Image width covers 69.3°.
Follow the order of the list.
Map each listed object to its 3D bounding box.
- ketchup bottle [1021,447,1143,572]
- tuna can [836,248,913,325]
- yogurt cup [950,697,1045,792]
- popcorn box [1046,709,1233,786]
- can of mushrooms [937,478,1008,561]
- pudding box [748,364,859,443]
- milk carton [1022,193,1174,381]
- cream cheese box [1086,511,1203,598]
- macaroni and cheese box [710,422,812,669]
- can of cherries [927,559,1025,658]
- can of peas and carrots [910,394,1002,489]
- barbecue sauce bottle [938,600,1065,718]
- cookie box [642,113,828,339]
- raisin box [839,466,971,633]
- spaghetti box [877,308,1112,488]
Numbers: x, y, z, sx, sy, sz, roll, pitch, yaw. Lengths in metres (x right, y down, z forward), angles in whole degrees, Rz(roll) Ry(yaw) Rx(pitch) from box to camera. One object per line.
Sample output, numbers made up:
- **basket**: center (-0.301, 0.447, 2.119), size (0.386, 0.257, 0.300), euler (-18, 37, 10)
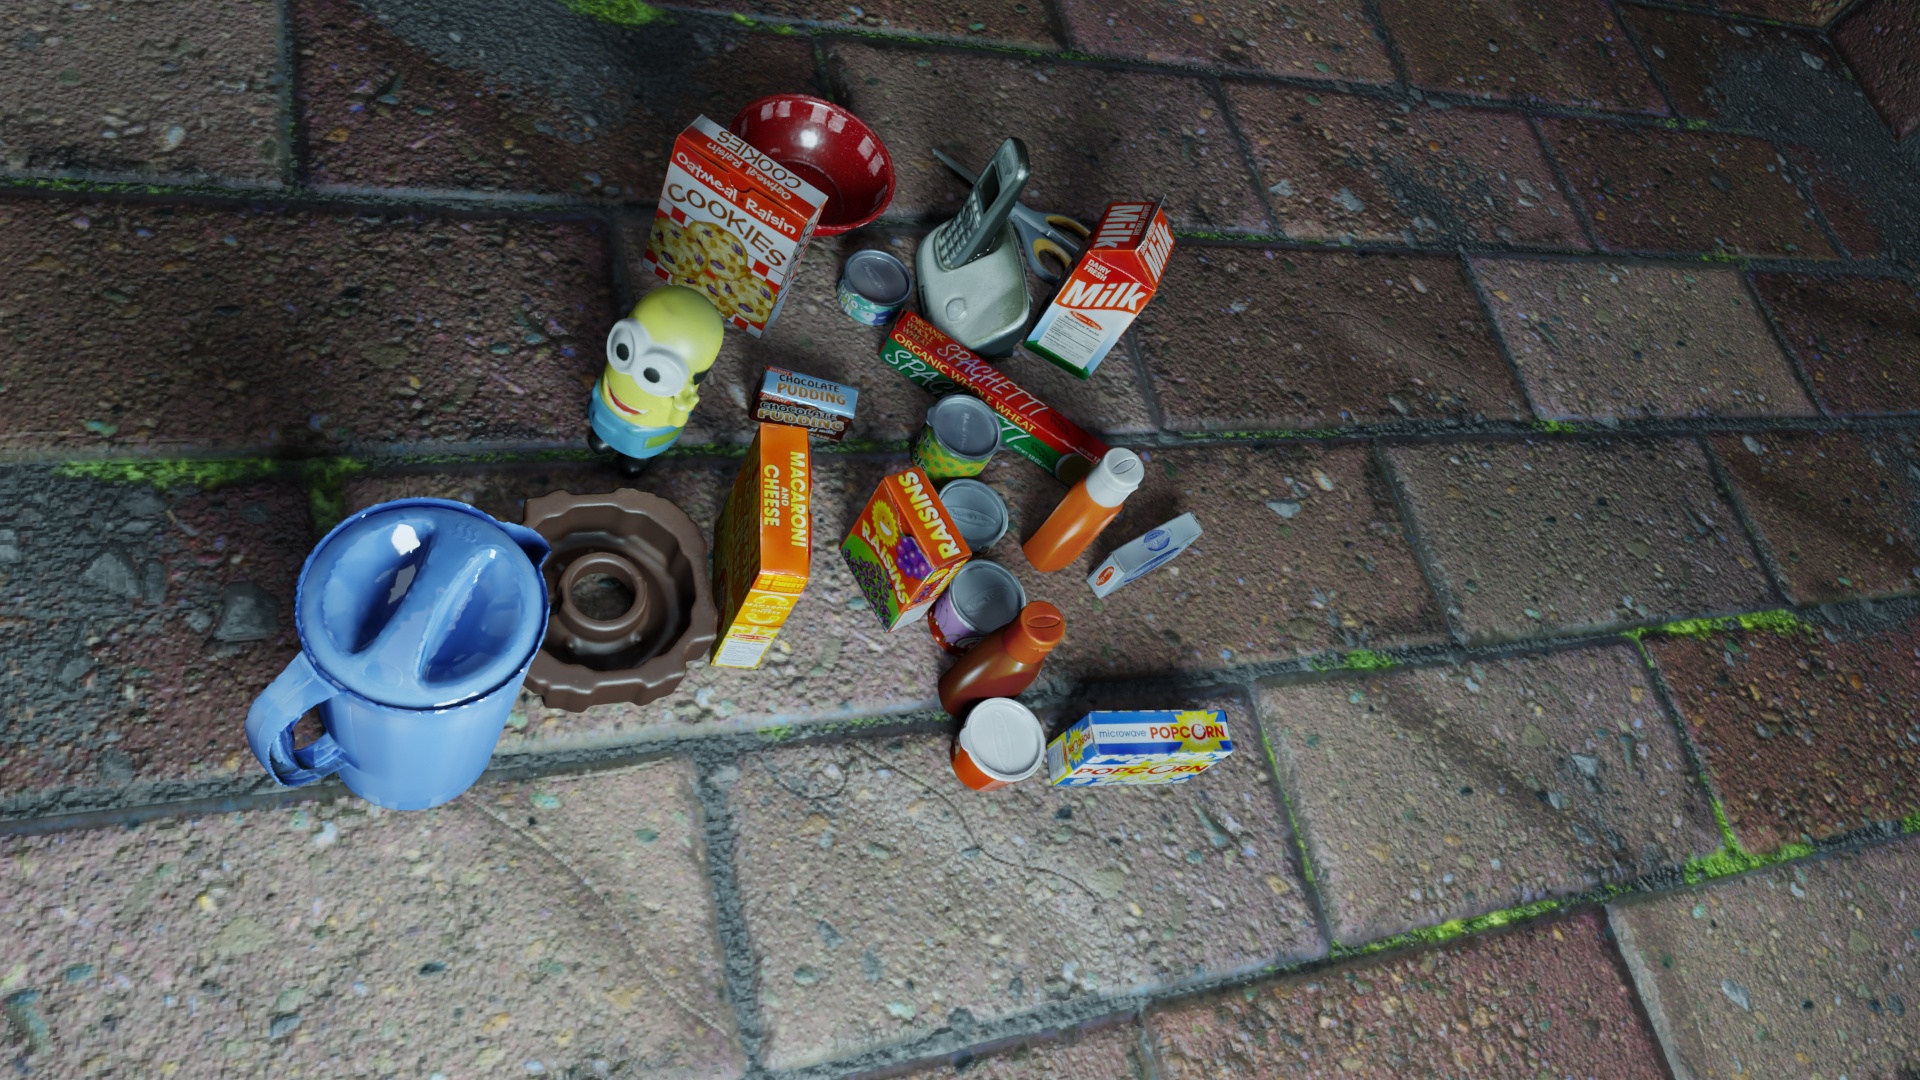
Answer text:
- **ketchup bottle**: center (0.107, -0.026, 1.179), size (0.065, 0.148, 0.043), euler (-29, 77, -33)
- **tuna can**: center (-0.082, -0.233, 1.285), size (0.071, 0.032, 0.071), euler (11, 59, -18)
- **yogurt cup**: center (0.026, 0.164, 1.095), size (0.072, 0.053, 0.073), euler (11, 59, -18)
- **popcorn box**: center (0.144, 0.168, 1.125), size (0.127, 0.084, 0.038), euler (2, 62, -22)
- **can of mushrooms**: center (0.004, -0.015, 1.199), size (0.071, 0.033, 0.071), euler (11, 59, -18)
- **pudding box**: center (-0.134, -0.117, 1.187), size (0.084, 0.049, 0.030), euler (14, 58, -16)
- **milk carton**: center (0.135, -0.239, 1.286), size (0.073, 0.189, 0.073), euler (29, 55, -6)
- **cream cheese box**: center (0.164, 0.012, 1.241), size (0.104, 0.053, 0.024), euler (-26, 75, -32)
- **macaroni and cheese box**: center (-0.150, 0.007, 1.038), size (0.040, 0.165, 0.124), euler (7, 60, -20)
- **can of cherries**: center (0.013, 0.060, 1.145), size (0.071, 0.058, 0.072), euler (11, 59, -18)
- **can of peas and carrots**: center (-0.007, -0.086, 1.218), size (0.071, 0.058, 0.071), euler (11, 59, -18)
- **barbecue sauce bottle**: center (0.035, 0.094, 1.081), size (0.065, 0.147, 0.044), euler (-3, 64, -25)
- **cookie box**: center (-0.193, -0.259, 1.169), size (0.123, 0.166, 0.040), euler (32, 55, -4)
- **raisin box**: center (-0.047, 0.009, 1.109), size (0.040, 0.122, 0.086), euler (-20, 72, -31)
- **spaghetti box**: center (0.038, -0.120, 1.263), size (0.250, 0.050, 0.029), euler (34, 55, -3)
